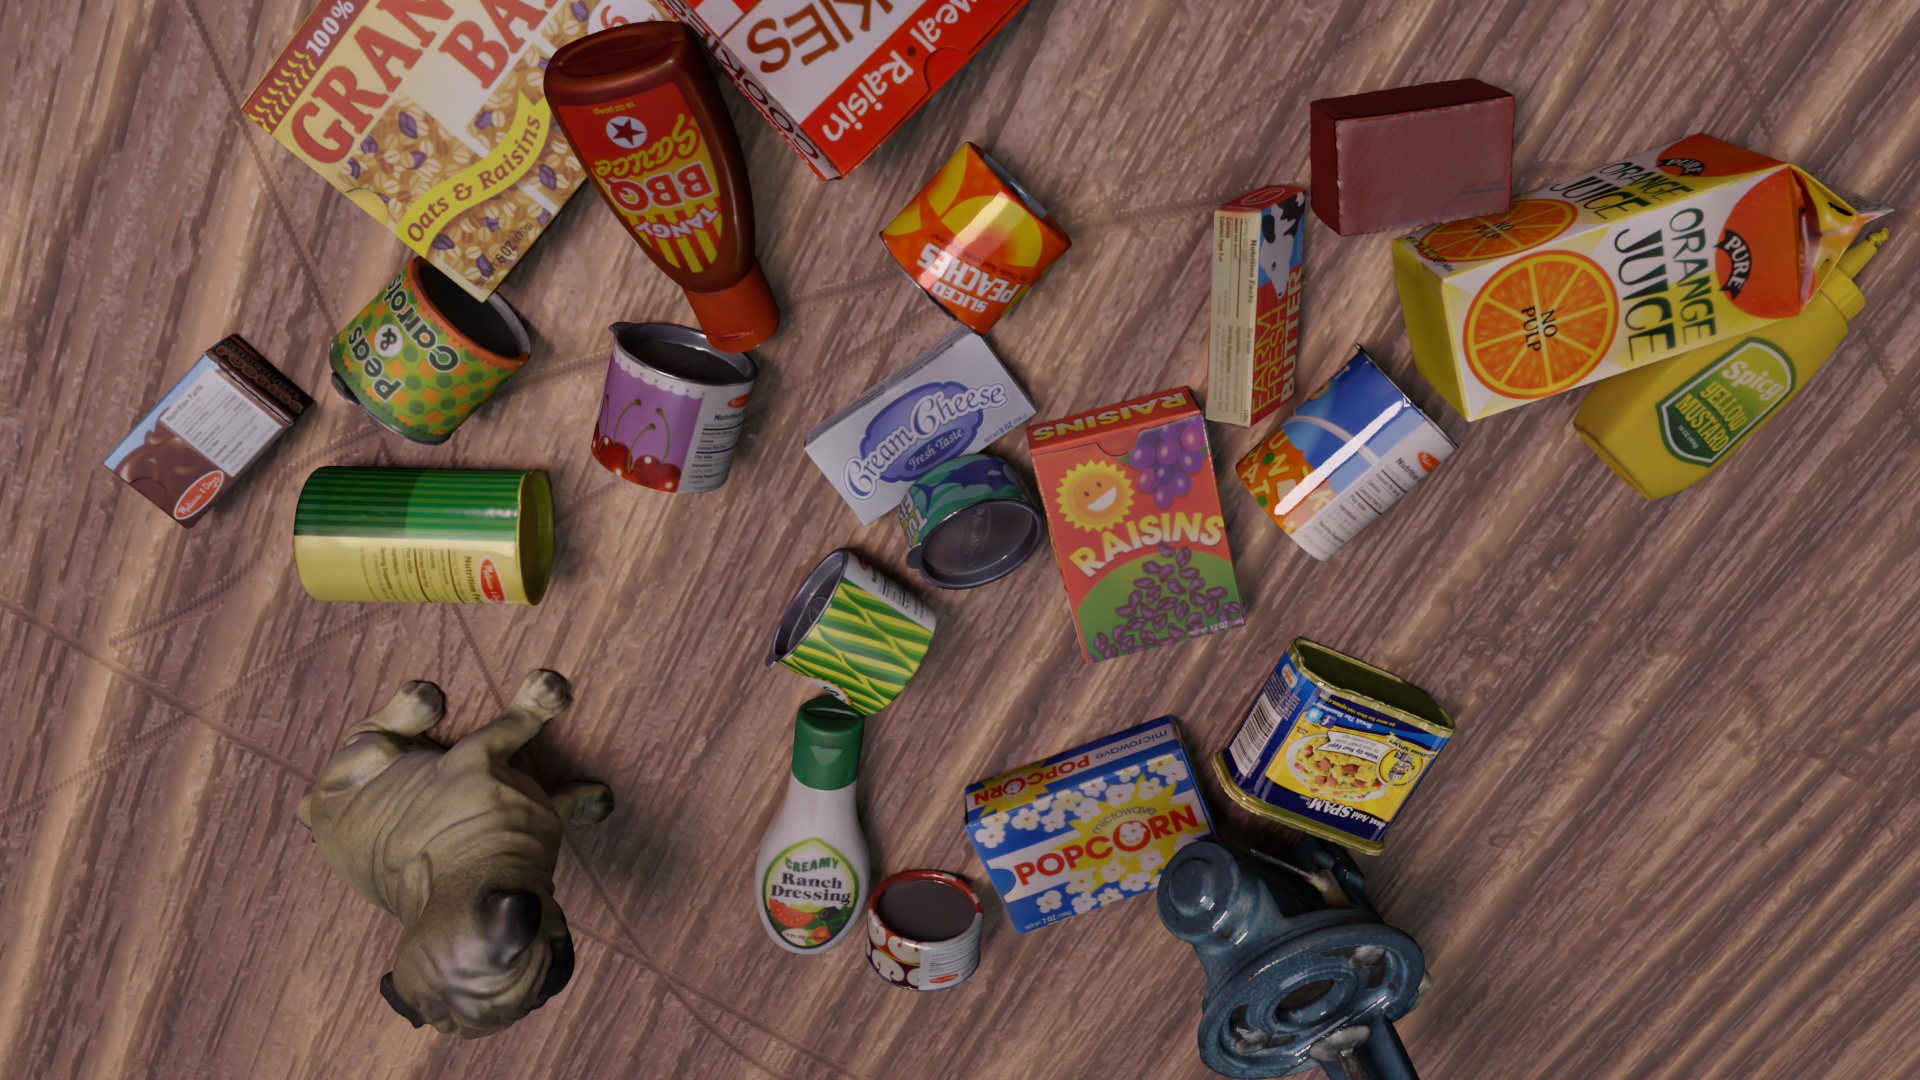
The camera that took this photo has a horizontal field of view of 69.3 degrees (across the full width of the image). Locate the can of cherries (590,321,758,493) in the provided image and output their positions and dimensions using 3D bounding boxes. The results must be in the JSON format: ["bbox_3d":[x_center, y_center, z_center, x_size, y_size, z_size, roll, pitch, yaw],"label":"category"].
[{"bbox_3d":[-0.136,-0.063,0.647,0.071,0.072,0.058,15,115,-10],"label":"can of cherries"}]

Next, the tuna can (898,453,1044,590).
[{"bbox_3d":[0.002,-0.009,0.680,0.071,0.033,0.070,-15,142,-12],"label":"tuna can"}]

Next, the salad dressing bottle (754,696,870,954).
[{"bbox_3d":[-0.078,0.157,0.763,0.064,0.044,0.147,7,115,-3],"label":"salad dressing bottle"}]

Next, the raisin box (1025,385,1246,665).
[{"bbox_3d":[0.088,-0.006,0.697,0.086,0.040,0.123,-14,114,5],"label":"raisin box"}]

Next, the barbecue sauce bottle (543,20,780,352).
[{"bbox_3d":[-0.117,-0.145,0.593,0.065,0.044,0.147,-8,141,11],"label":"barbecue sauce bottle"}]

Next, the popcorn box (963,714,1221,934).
[{"bbox_3d":[0.075,0.159,0.775,0.126,0.038,0.085,-21,116,7],"label":"popcorn box"}]

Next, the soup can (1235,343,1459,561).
[{"bbox_3d":[0.184,-0.043,0.672,0.071,0.071,0.083,40,108,-19],"label":"soup can"}]

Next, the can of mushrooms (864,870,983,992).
[{"bbox_3d":[-0.022,0.218,0.785,0.071,0.071,0.033,3,115,-4],"label":"can of mushrooms"}]

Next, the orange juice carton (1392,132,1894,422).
[{"bbox_3d":[0.306,-0.127,0.633,0.193,0.072,0.072,-18,115,6],"label":"orange juice carton"}]

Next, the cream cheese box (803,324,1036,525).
[{"bbox_3d":[-0.021,-0.057,0.677,0.103,0.024,0.053,-33,111,12],"label":"cream cheese box"}]

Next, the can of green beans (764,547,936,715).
[{"bbox_3d":[-0.054,0.046,0.701,0.058,0.071,0.071,34,109,-17],"label":"can of green beans"}]

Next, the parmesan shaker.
[{"bbox_3d":[-0.255,-0.005,0.666,0.103,0.071,0.071,2,115,-3],"label":"parmesan shaker"}]

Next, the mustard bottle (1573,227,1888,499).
[{"bbox_3d":[0.375,-0.092,0.665,0.065,0.049,0.160,38,108,-20],"label":"mustard bottle"}]

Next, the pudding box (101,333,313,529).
[{"bbox_3d":[-0.357,-0.051,0.660,0.083,0.030,0.049,-40,112,15],"label":"pudding box"}]

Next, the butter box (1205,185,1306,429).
[{"bbox_3d":[0.137,-0.108,0.643,0.024,0.053,0.103,15,121,33],"label":"butter box"}]

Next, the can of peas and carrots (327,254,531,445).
[{"bbox_3d":[-0.240,-0.087,0.627,0.058,0.071,0.071,-40,111,14],"label":"can of peas and carrots"}]

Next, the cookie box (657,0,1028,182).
[{"bbox_3d":[-0.064,-0.247,0.555,0.123,0.040,0.167,-46,110,-5],"label":"cookie box"}]

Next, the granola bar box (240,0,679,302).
[{"bbox_3d":[-0.202,-0.203,0.591,0.124,0.039,0.165,40,107,-18],"label":"granola bar box"}]

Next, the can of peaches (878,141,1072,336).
[{"bbox_3d":[0.007,-0.133,0.616,0.071,0.071,0.058,40,106,-19],"label":"can of peaches"}]
